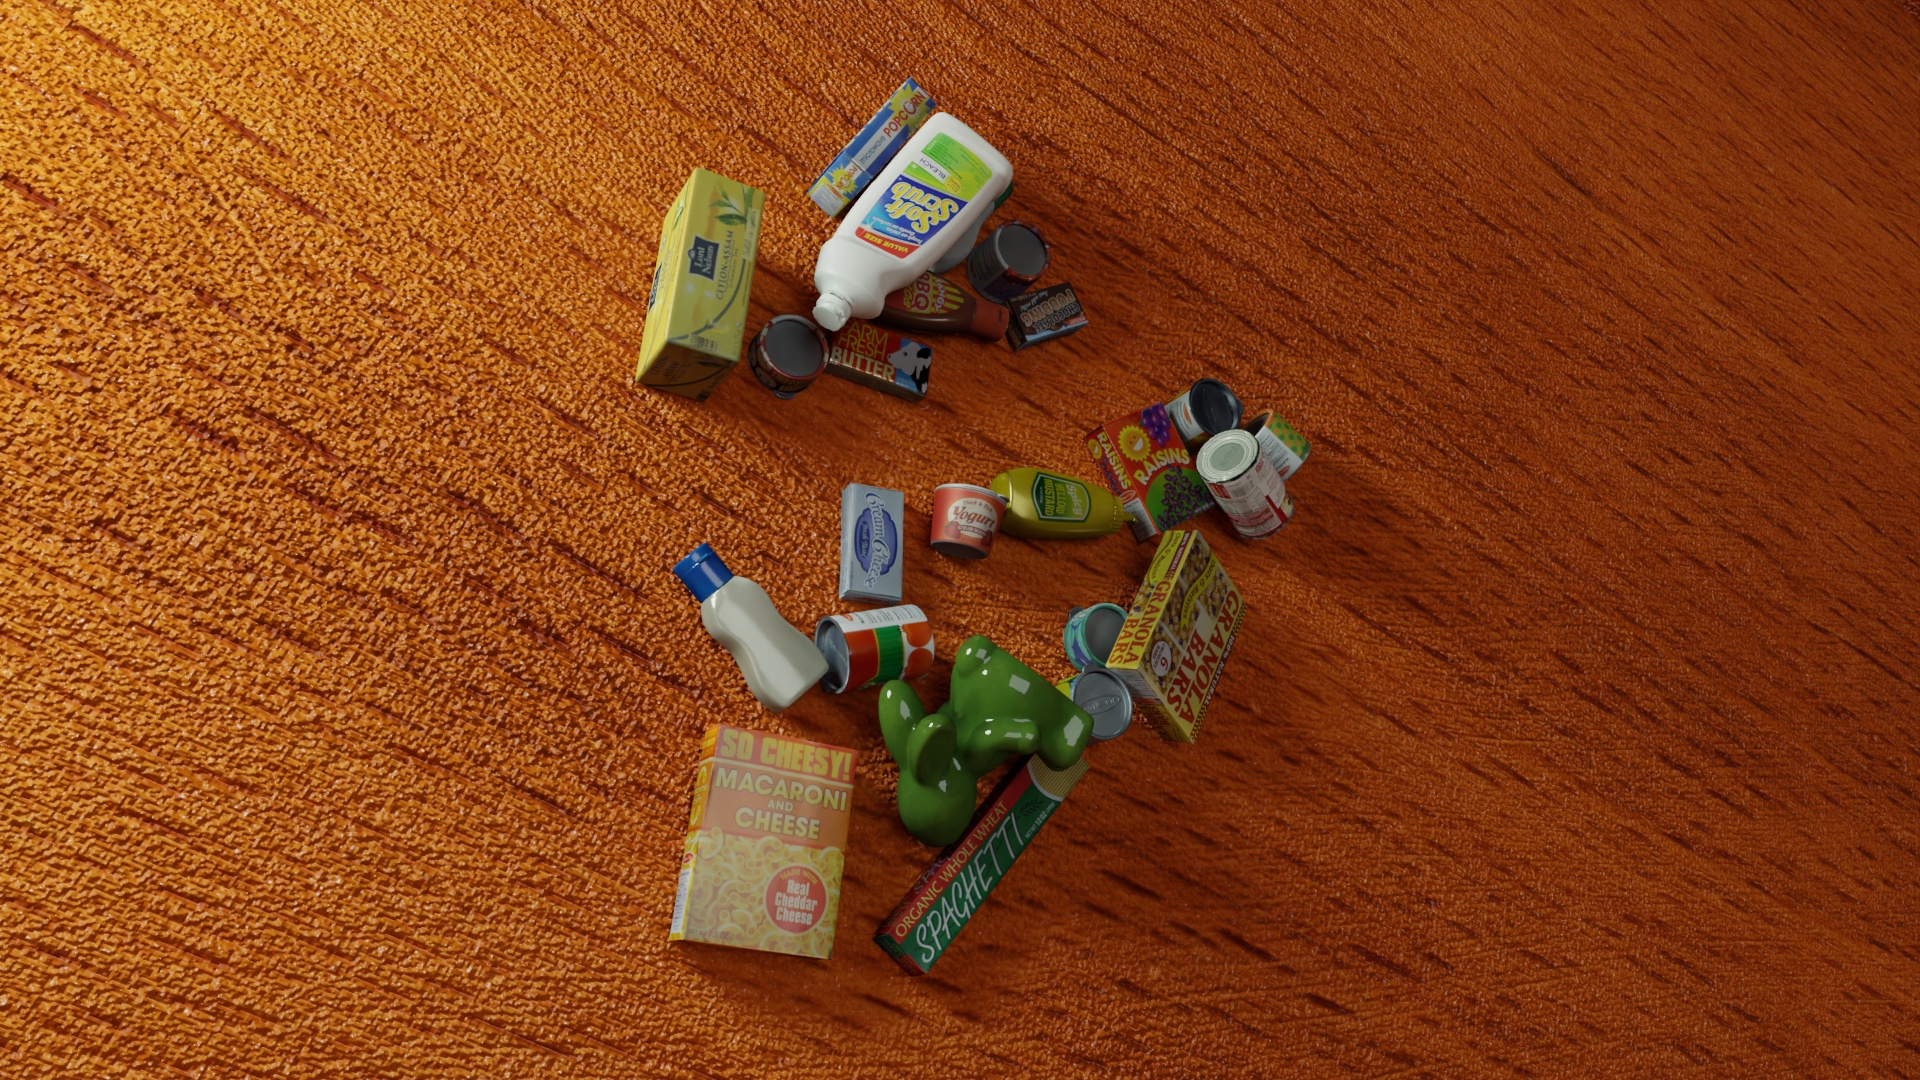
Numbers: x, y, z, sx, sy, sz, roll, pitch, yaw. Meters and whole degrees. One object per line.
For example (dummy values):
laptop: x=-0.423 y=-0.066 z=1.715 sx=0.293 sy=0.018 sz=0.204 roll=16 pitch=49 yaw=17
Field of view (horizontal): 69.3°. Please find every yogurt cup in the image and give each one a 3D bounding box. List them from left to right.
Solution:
yogurt cup: x=0.005 y=-0.016 z=1.267 sx=0.072 sy=0.072 sz=0.054 roll=18 pitch=74 yaw=-23

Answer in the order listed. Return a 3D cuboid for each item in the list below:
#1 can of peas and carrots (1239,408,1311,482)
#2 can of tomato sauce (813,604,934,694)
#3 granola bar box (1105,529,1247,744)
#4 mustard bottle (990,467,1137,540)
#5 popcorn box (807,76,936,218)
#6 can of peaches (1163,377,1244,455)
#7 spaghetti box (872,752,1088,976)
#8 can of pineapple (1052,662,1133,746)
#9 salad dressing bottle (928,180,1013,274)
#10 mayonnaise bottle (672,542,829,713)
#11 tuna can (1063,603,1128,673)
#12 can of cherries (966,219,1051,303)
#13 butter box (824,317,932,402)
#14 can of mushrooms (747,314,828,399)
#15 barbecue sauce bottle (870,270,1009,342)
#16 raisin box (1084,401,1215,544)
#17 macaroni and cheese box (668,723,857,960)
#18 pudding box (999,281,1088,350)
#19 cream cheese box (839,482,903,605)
can of peas and carrots: x=0.327 y=-0.099 z=1.473 sx=0.058 sy=0.070 sz=0.071 roll=41 pitch=59 yaw=-11
can of tomato sauce: x=-0.074 y=0.094 z=1.185 sx=0.083 sy=0.071 sz=0.071 roll=-7 pitch=77 yaw=-31
granola bar box: x=0.210 y=0.091 z=1.332 sx=0.124 sy=0.039 sz=0.166 roll=51 pitch=53 yaw=-34
mustard bottle: x=0.106 y=-0.031 z=1.336 sx=0.160 sy=0.048 sz=0.065 roll=6 pitch=72 yaw=-27
popcorn box: x=-0.085 y=-0.374 z=1.326 sx=0.038 sy=0.085 sz=0.127 roll=41 pitch=58 yaw=-12
can of peaches: x=0.249 y=-0.128 z=1.443 sx=0.071 sy=0.058 sz=0.071 roll=10 pitch=68 yaw=-26
spaghetti box: x=0.022 y=0.265 z=1.200 sx=0.050 sy=0.028 sz=0.251 roll=48 pitch=57 yaw=-6
can of pineapple: x=0.115 y=0.153 z=1.273 sx=0.071 sy=0.057 sz=0.071 roll=10 pitch=69 yaw=-26
salad dressing bottle: x=0.000 y=-0.320 z=1.380 sx=0.064 sy=0.043 sz=0.148 roll=45 pitch=57 yaw=-6
mayonnaise bottle: x=-0.177 y=0.069 z=1.151 sx=0.148 sy=0.041 sz=0.065 roll=51 pitch=56 yaw=-4
tuna can: x=0.133 y=0.092 z=1.318 sx=0.071 sy=0.032 sz=0.071 roll=9 pitch=69 yaw=-26
can of cherries: x=0.051 y=-0.279 z=1.384 sx=0.071 sy=0.058 sz=0.071 roll=9 pitch=69 yaw=-26
butter box: x=-0.078 y=-0.170 z=1.296 sx=0.103 sy=0.024 sz=0.053 roll=17 pitch=66 yaw=-23
can of mushrooms: x=-0.154 y=-0.166 z=1.248 sx=0.071 sy=0.033 sz=0.071 roll=10 pitch=68 yaw=-27
barbecue sauce bottle: x=-0.026 y=-0.227 z=1.333 sx=0.149 sy=0.043 sz=0.065 roll=13 pitch=67 yaw=-25
raisin box: x=0.191 y=-0.069 z=1.402 sx=0.086 sy=0.040 sz=0.123 roll=-24 pitch=85 yaw=-32
macaroni and cheese box: x=-0.155 y=0.240 z=1.104 sx=0.124 sy=0.040 sz=0.167 roll=16 pitch=67 yaw=-23
pudding box: x=0.082 y=-0.226 z=1.401 sx=0.084 sy=0.030 sz=0.049 roll=-21 pitch=85 yaw=-32
cream cheese box: x=-0.079 y=0.003 z=1.236 sx=0.053 sy=0.024 sz=0.104 roll=10 pitch=69 yaw=-26
